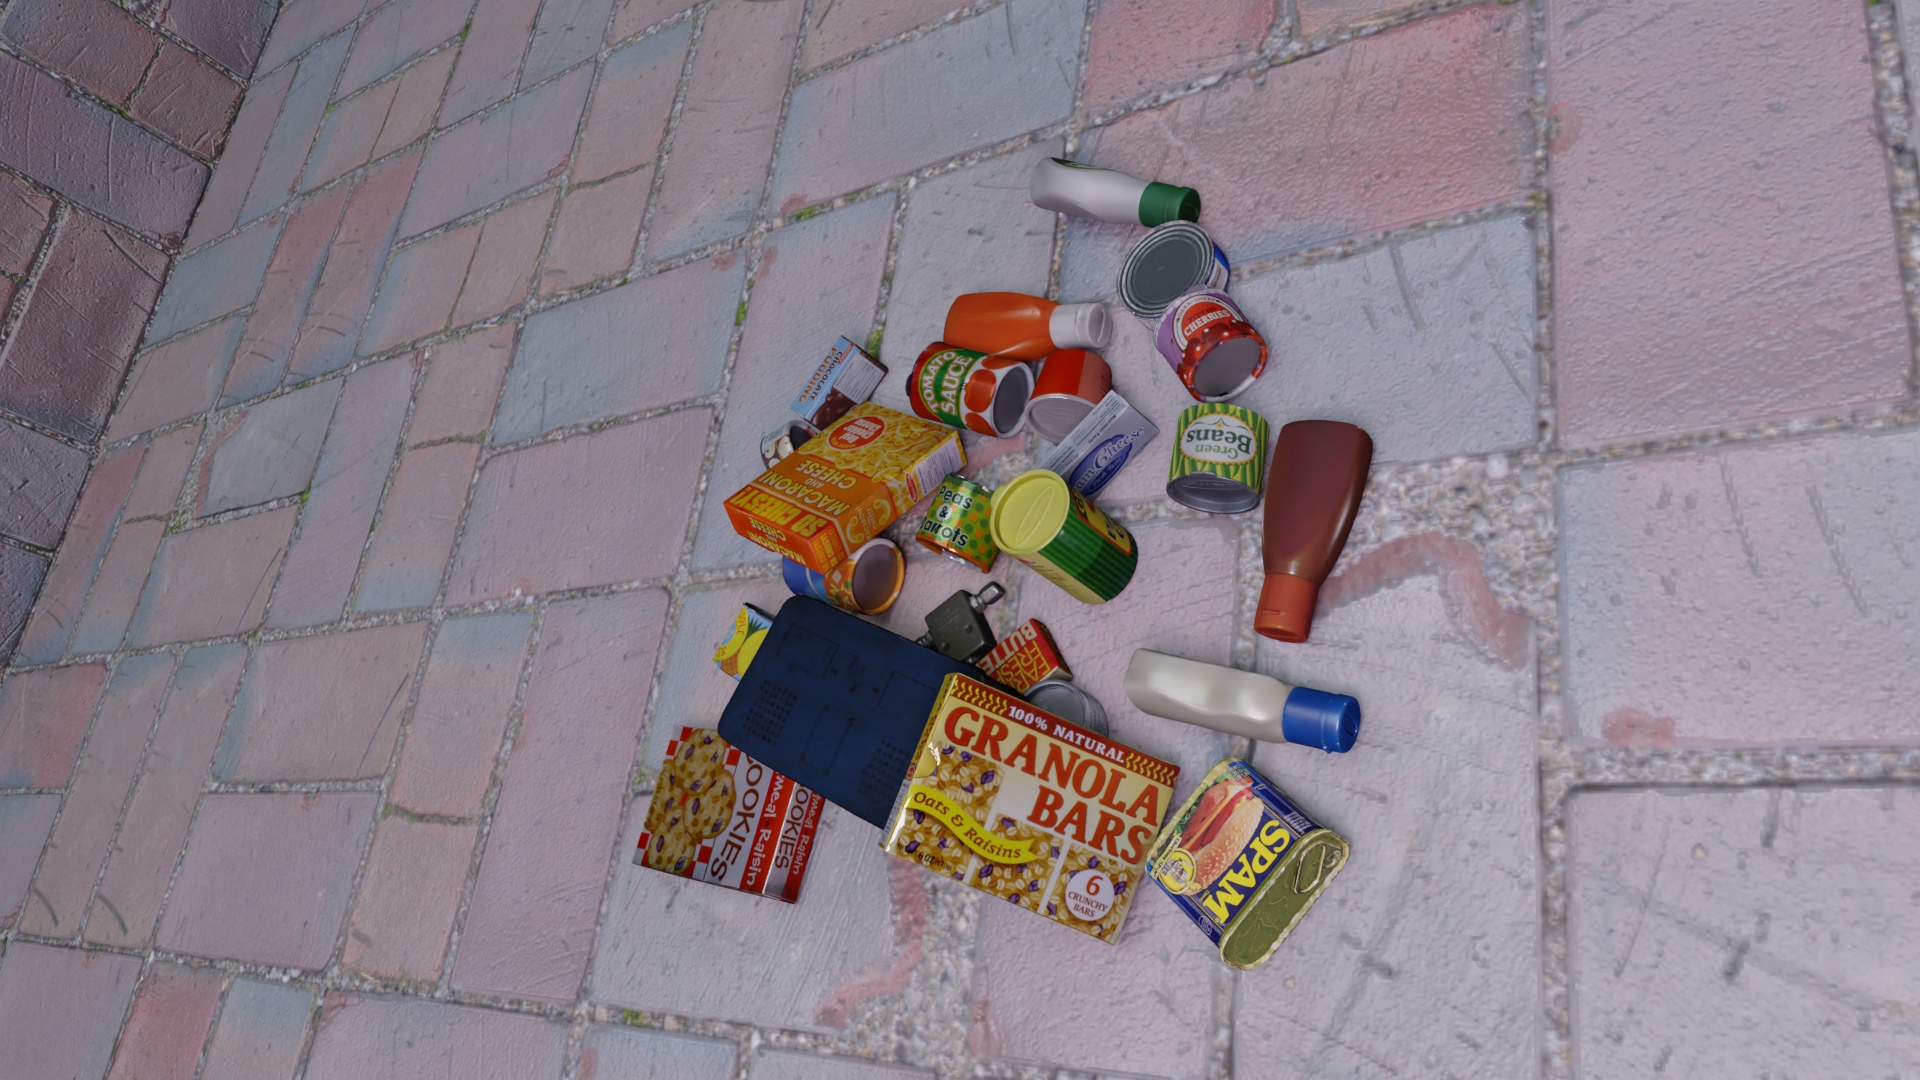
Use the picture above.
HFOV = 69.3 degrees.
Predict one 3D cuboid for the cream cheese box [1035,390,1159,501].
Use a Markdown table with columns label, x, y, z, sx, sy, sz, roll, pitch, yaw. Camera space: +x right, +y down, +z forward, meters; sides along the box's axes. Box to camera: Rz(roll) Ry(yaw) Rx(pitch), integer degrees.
| label | x | y | z | sx | sy | sz | roll | pitch | yaw |
| --- | --- | --- | --- | --- | --- | --- | --- | --- | --- |
| cream cheese box | 0.099 | -0.063 | 1.061 | 0.103 | 0.053 | 0.024 | -46 | 49 | 10 |

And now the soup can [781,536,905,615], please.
| label | x | y | z | sx | sy | sz | roll | pitch | yaw |
| --- | --- | --- | --- | --- | --- | --- | --- | --- | --- |
| soup can | -0.098 | 0.026 | 1.165 | 0.084 | 0.071 | 0.071 | 13 | 76 | 41 |

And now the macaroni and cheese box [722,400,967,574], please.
| label | x | y | z | sx | sy | sz | roll | pitch | yaw |
| --- | --- | --- | --- | --- | --- | --- | --- | --- | --- |
| macaroni and cheese box | -0.096 | -0.047 | 1.164 | 0.167 | 0.040 | 0.124 | -39 | 39 | -27 |

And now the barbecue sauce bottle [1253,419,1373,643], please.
| label | x | y | z | sx | sy | sz | roll | pitch | yaw |
| --- | --- | --- | --- | --- | --- | --- | --- | --- | --- |
| barbecue sauce bottle | 0.231 | -0.006 | 0.934 | 0.065 | 0.043 | 0.149 | 5 | 71 | 40 |

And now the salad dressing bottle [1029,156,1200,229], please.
| label | x | y | z | sx | sy | sz | roll | pitch | yaw |
| --- | --- | --- | --- | --- | --- | --- | --- | --- | --- |
| salad dressing bottle | 0.128 | -0.286 | 1.154 | 0.148 | 0.064 | 0.044 | 22 | 101 | 35 |

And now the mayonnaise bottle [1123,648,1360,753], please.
| label | x | y | z | sx | sy | sz | roll | pitch | yaw |
| --- | --- | --- | --- | --- | --- | --- | --- | --- | --- |
| mayonnaise bottle | 0.183 | 0.105 | 0.903 | 0.148 | 0.064 | 0.041 | 9 | 70 | 37 |

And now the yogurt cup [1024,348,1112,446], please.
| label | x | y | z | sx | sy | sz | roll | pitch | yaw |
| --- | --- | --- | --- | --- | --- | --- | --- | --- | --- |
| yogurt cup | 0.088 | -0.114 | 1.091 | 0.072 | 0.072 | 0.054 | -8 | 55 | 36 |

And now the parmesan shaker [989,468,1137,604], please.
| label | x | y | z | sx | sy | sz | roll | pitch | yaw |
| --- | --- | --- | --- | --- | --- | --- | --- | --- | --- |
| parmesan shaker | 0.075 | -0.003 | 1.014 | 0.071 | 0.103 | 0.071 | -18 | 58 | 31 |

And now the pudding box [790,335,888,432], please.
| label | x | y | z | sx | sy | sz | roll | pitch | yaw |
| --- | --- | --- | --- | --- | --- | --- | --- | --- | --- |
| pudding box | -0.111 | -0.139 | 1.271 | 0.083 | 0.049 | 0.030 | -55 | 45 | 2 |

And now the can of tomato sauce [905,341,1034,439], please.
| label | x | y | z | sx | sy | sz | roll | pitch | yaw |
| --- | --- | --- | --- | --- | --- | --- | --- | --- | --- |
| can of tomato sauce | 0.009 | -0.124 | 1.144 | 0.083 | 0.071 | 0.071 | 18 | 80 | 31 |

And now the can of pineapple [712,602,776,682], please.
| label | x | y | z | sx | sy | sz | roll | pitch | yaw |
| --- | --- | --- | --- | --- | --- | --- | --- | --- | --- |
| can of pineapple | -0.171 | 0.093 | 1.184 | 0.071 | 0.071 | 0.058 | 28 | 87 | 44 |

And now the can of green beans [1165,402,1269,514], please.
| label | x | y | z | sx | sy | sz | roll | pitch | yaw |
| --- | --- | --- | --- | --- | --- | --- | --- | --- | --- |
| can of green beans | 0.183 | -0.058 | 0.983 | 0.071 | 0.071 | 0.058 | -3 | 66 | 38 |

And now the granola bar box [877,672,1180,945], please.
| label | x | y | z | sx | sy | sz | roll | pitch | yaw |
| --- | --- | --- | --- | --- | --- | --- | --- | --- | --- |
| granola bar box | 0.046 | 0.175 | 0.913 | 0.039 | 0.165 | 0.124 | 142 | 151 | -78 |

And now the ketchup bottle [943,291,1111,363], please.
| label | x | y | z | sx | sy | sz | roll | pitch | yaw |
| --- | --- | --- | --- | --- | --- | --- | --- | --- | --- |
| ketchup bottle | 0.055 | -0.178 | 1.163 | 0.149 | 0.043 | 0.065 | 5 | 77 | 40 |

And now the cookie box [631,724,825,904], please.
| label | x | y | z | sx | sy | sz | roll | pitch | yaw |
| --- | --- | --- | --- | --- | --- | --- | --- | --- | --- |
| cookie box | -0.188 | 0.223 | 1.149 | 0.167 | 0.040 | 0.123 | 0 | 67 | 40 |

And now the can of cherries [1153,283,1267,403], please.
| label | x | y | z | sx | sy | sz | roll | pitch | yaw |
| --- | --- | --- | --- | --- | --- | --- | --- | --- | --- |
| can of cherries | 0.184 | -0.145 | 1.024 | 0.071 | 0.071 | 0.058 | -40 | 49 | 16 |

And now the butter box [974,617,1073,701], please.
| label | x | y | z | sx | sy | sz | roll | pitch | yaw |
| --- | --- | --- | --- | --- | --- | --- | --- | --- | --- |
| butter box | 0.032 | 0.111 | 1.043 | 0.103 | 0.024 | 0.053 | -42 | 49 | 14 |

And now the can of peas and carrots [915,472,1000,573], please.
| label | x | y | z | sx | sy | sz | roll | pitch | yaw |
| --- | --- | --- | --- | --- | --- | --- | --- | --- | --- |
| can of peas and carrots | 0.004 | -0.014 | 1.099 | 0.071 | 0.071 | 0.059 | 20 | 81 | 43 |

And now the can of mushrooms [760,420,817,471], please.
| label | x | y | z | sx | sy | sz | roll | pitch | yaw |
| --- | --- | --- | --- | --- | --- | --- | --- | --- | --- |
| can of mushrooms | -0.145 | -0.072 | 1.254 | 0.033 | 0.071 | 0.071 | -30 | 52 | 22 |

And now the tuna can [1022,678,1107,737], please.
| label | x | y | z | sx | sy | sz | roll | pitch | yaw |
| --- | --- | --- | --- | --- | --- | --- | --- | --- | --- |
| tuna can | 0.068 | 0.137 | 0.995 | 0.071 | 0.033 | 0.071 | -18 | 57 | 31 |
